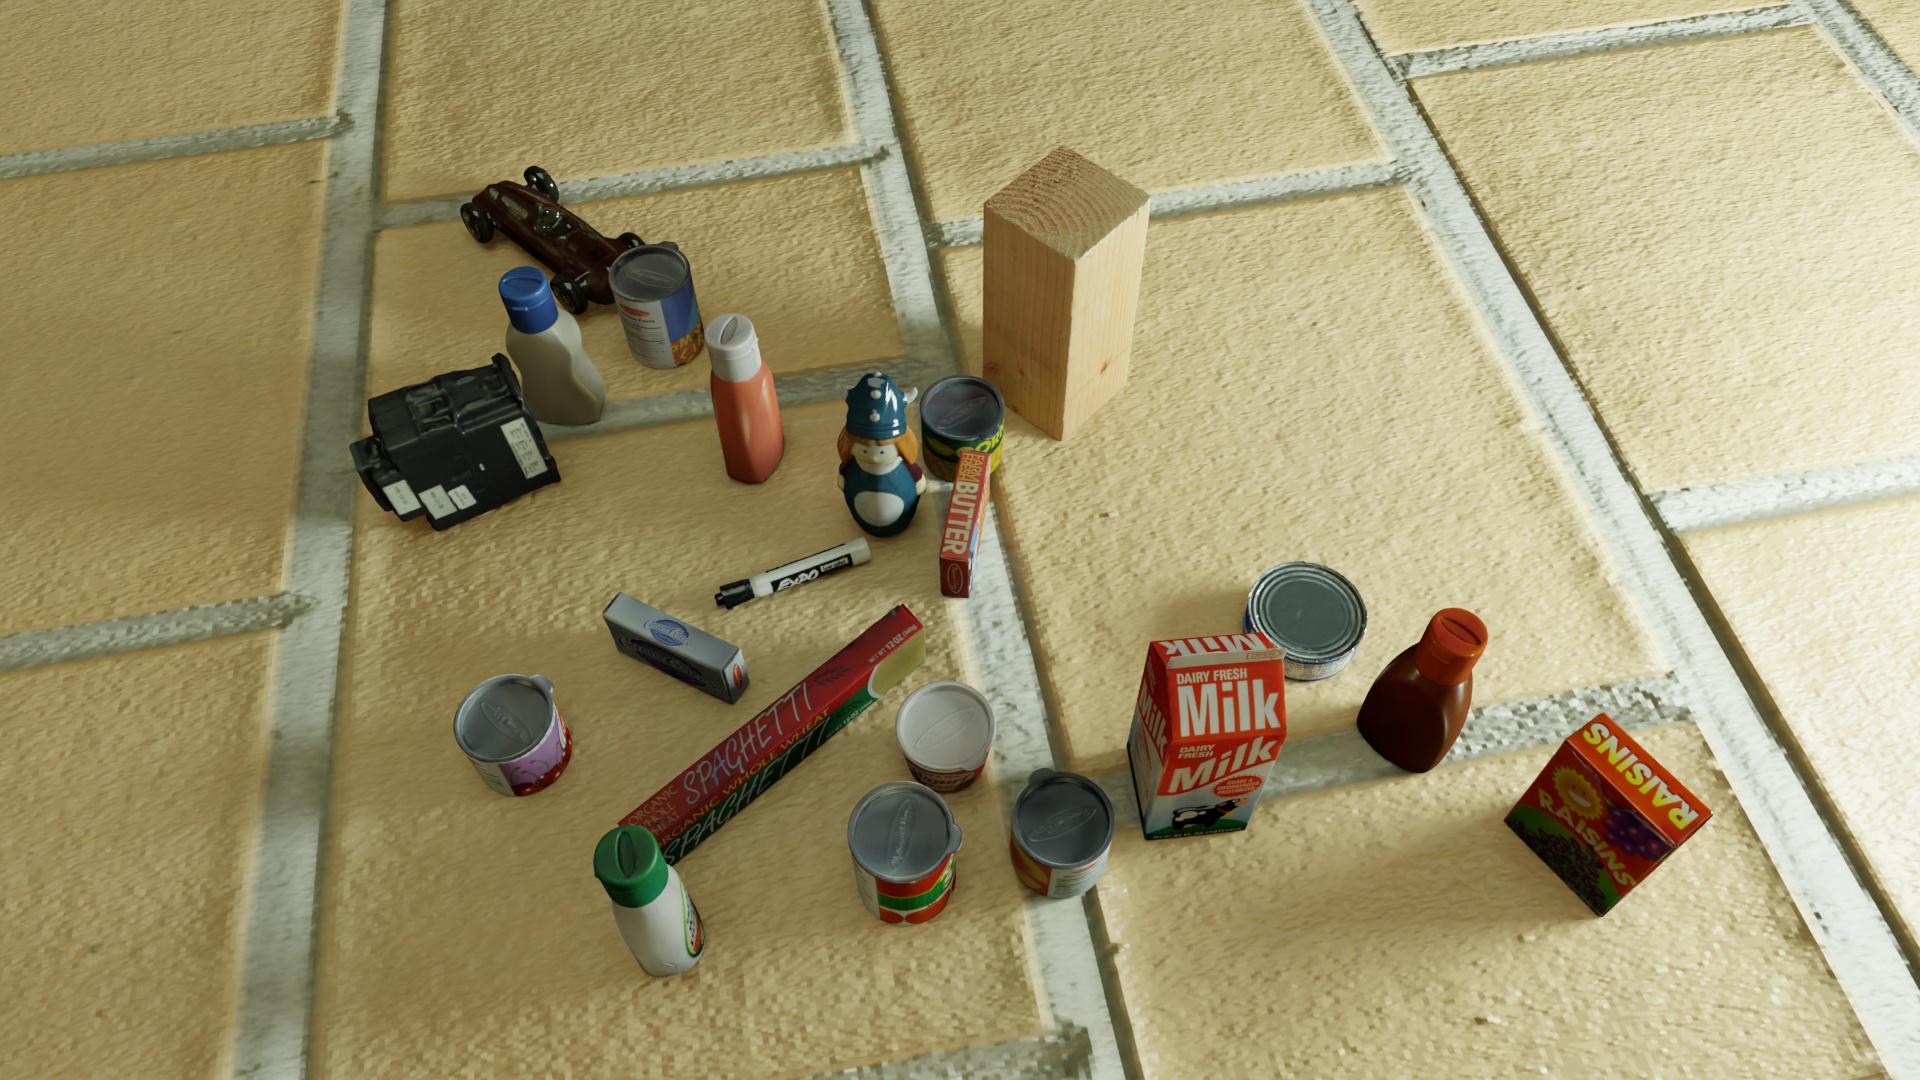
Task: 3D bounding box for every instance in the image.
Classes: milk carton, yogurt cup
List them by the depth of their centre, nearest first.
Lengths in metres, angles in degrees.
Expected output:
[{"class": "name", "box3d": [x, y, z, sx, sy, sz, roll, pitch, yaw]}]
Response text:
[{"class": "milk carton", "box3d": [0.155, 0.117, 0.878, 0.072, 0.189, 0.074, -5, 56, -3]}, {"class": "yogurt cup", "box3d": [-0.010, 0.137, 0.949, 0.072, 0.053, 0.073, 0, 55, 0]}]

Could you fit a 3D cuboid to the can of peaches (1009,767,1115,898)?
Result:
[{"class": "can of peaches", "box3d": [0.065, 0.191, 0.908, 0.071, 0.057, 0.071, 0, 55, 0]}]

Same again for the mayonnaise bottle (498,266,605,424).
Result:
[{"class": "mayonnaise bottle", "box3d": [-0.325, -0.151, 1.094, 0.065, 0.147, 0.041, 2, 56, 2]}]

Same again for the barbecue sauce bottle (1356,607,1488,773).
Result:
[{"class": "barbecue sauce bottle", "box3d": [0.308, 0.098, 0.916, 0.065, 0.147, 0.044, 38, 64, 23]}]

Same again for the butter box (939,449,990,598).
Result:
[{"class": "butter box", "box3d": [0.004, -0.013, 1.053, 0.024, 0.052, 0.104, 8, 56, 6]}]

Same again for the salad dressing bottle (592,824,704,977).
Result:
[{"class": "salad dressing bottle", "box3d": [-0.188, 0.217, 0.838, 0.044, 0.147, 0.064, -12, 56, -7]}]

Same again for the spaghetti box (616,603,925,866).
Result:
[{"class": "spaghetti box", "box3d": [-0.124, 0.136, 0.953, 0.251, 0.050, 0.029, -38, 63, -23]}]

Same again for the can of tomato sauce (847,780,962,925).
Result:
[{"class": "can of tomato sauce", "box3d": [-0.034, 0.201, 0.887, 0.071, 0.082, 0.071, 0, 55, 0]}]

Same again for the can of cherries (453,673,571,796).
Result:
[{"class": "can of cherries", "box3d": [-0.303, 0.132, 0.951, 0.071, 0.058, 0.072, 0, 55, 0]}]

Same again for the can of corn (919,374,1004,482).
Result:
[{"class": "can of corn", "box3d": [0.003, -0.086, 1.101, 0.071, 0.058, 0.071, 0, 55, 0]}]

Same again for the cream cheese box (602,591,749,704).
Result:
[{"class": "cream cheese box", "box3d": [-0.203, 0.078, 0.991, 0.104, 0.053, 0.024, 23, 59, 15]}]

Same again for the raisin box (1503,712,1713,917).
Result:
[{"class": "raisin box", "box3d": [0.404, 0.175, 0.878, 0.040, 0.122, 0.086, -30, 60, -18]}]

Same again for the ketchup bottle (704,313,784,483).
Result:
[{"class": "ketchup bottle", "box3d": [-0.166, -0.110, 1.064, 0.043, 0.148, 0.065, 11, 56, 8]}]

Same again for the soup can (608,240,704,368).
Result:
[{"class": "soup can", "box3d": [-0.251, -0.197, 1.164, 0.071, 0.083, 0.072, 0, 55, 0]}]
